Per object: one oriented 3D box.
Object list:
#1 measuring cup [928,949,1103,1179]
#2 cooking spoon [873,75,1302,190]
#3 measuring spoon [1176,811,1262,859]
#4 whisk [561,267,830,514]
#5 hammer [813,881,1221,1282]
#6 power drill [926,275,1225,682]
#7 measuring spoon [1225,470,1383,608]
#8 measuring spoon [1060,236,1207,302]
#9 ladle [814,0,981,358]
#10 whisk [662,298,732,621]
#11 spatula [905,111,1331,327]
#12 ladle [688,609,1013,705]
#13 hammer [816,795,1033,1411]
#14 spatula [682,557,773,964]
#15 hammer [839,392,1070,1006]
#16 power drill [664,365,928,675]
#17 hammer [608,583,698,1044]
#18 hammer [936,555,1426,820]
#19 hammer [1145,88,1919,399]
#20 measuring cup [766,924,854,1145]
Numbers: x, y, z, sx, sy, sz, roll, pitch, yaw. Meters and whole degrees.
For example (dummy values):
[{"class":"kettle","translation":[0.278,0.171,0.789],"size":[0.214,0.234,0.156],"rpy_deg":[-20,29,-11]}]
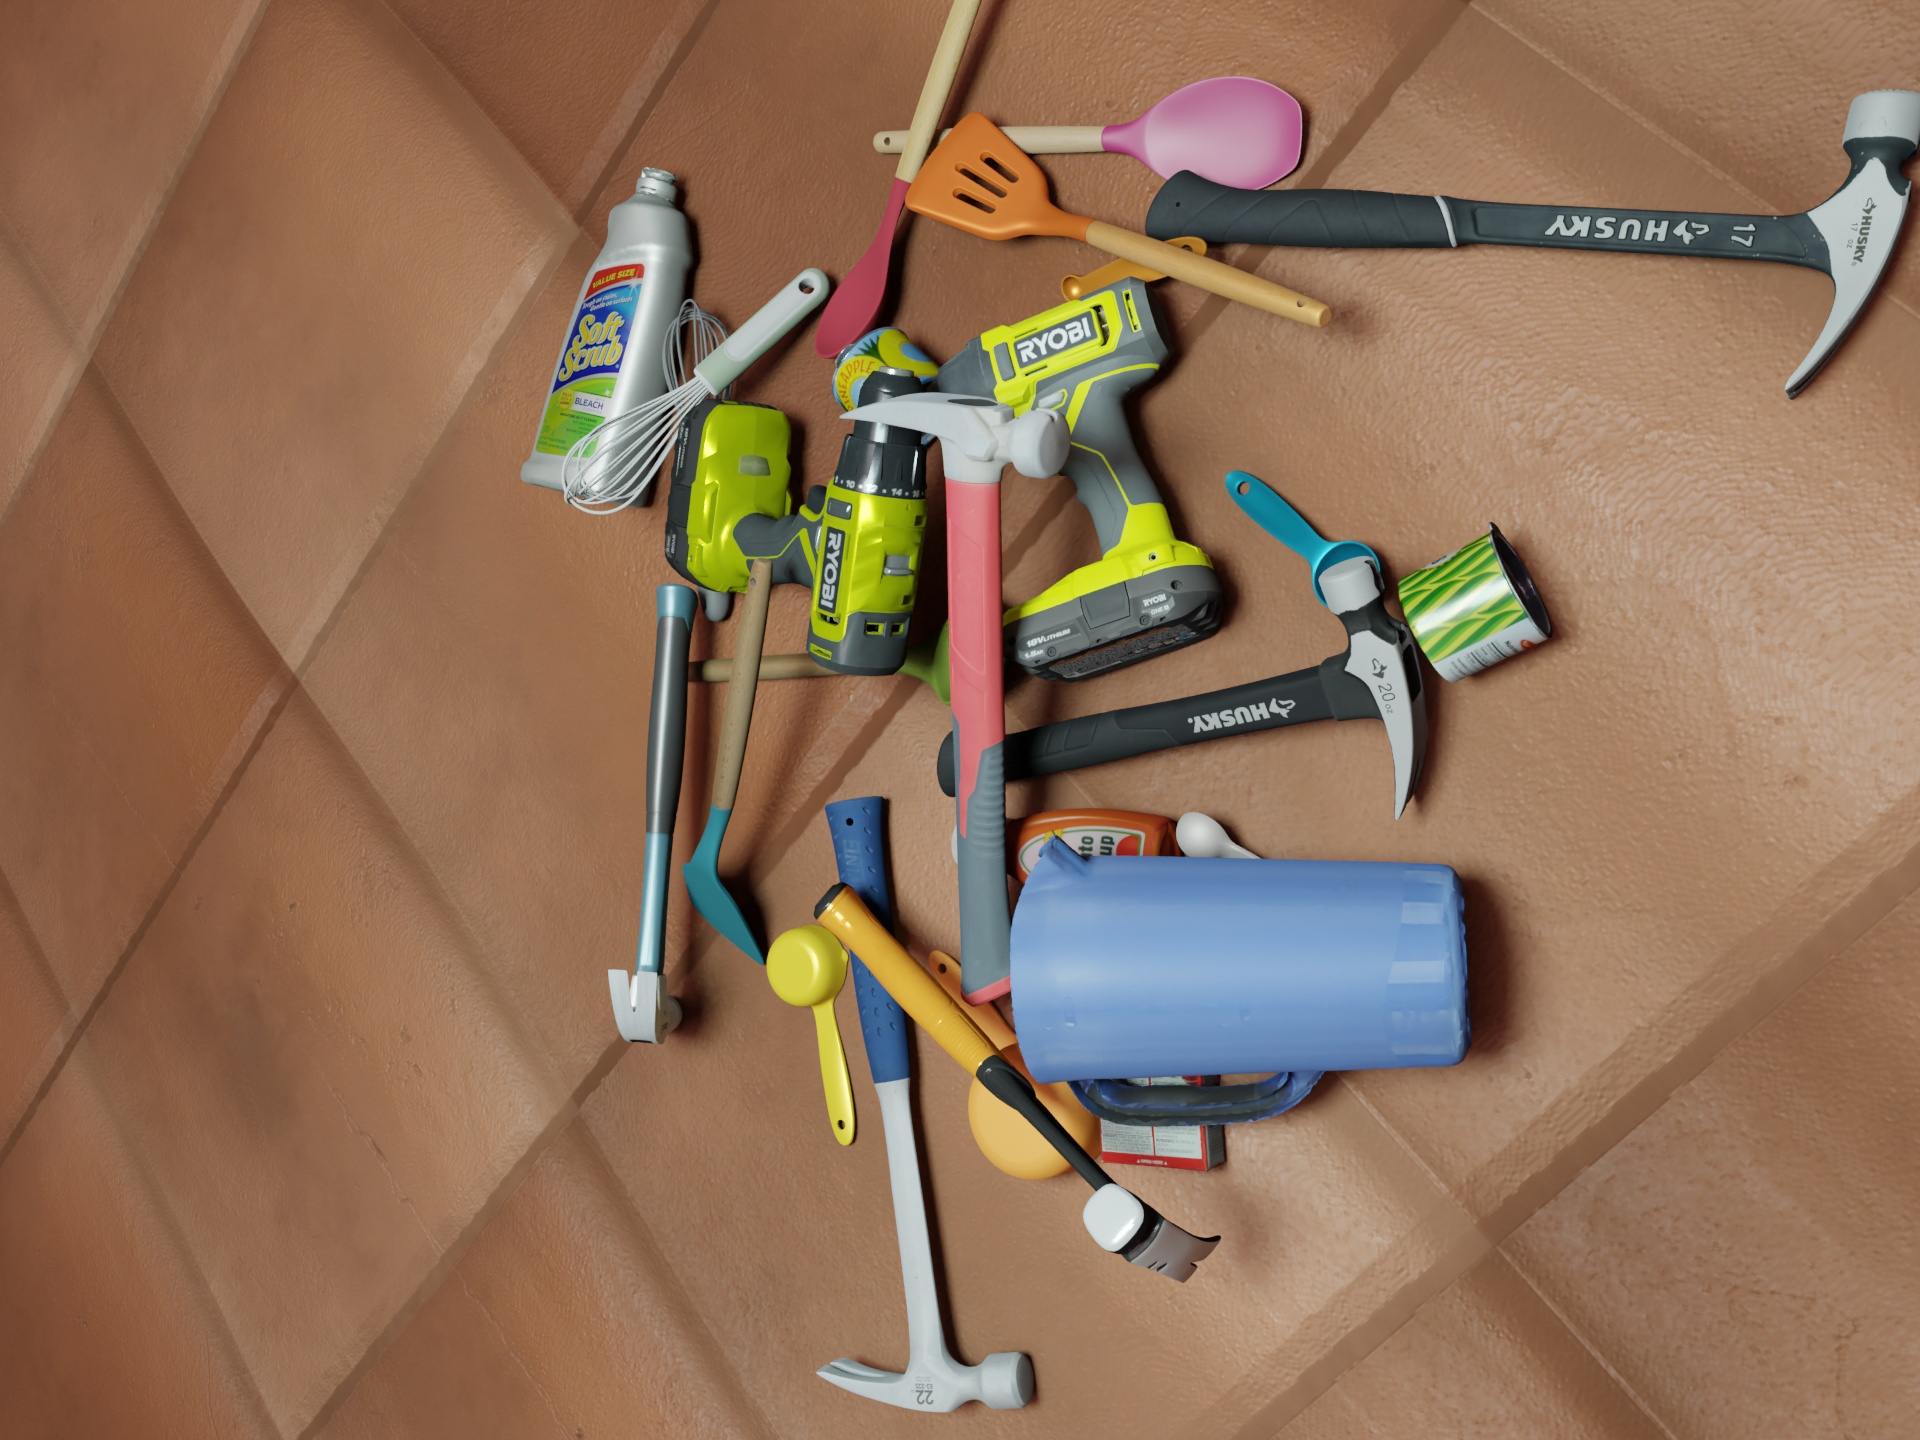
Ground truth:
[{"class":"measuring cup","translation":[0.022,0.218,1.029],"size":[0.174,0.052,0.095],"rpy_deg":[49,112,21]},{"class":"cooking spoon","translation":[0.073,-0.379,1.036],"size":[0.319,0.017,0.068],"rpy_deg":[12,114,32]},{"class":"measuring spoon","translation":[0.179,0.096,0.945],"size":[0.124,0.018,0.034],"rpy_deg":[32,145,21]},{"class":"whisk","translation":[-0.188,-0.236,1.132],"size":[0.246,0.059,0.058],"rpy_deg":[-42,85,-1]},{"class":"hammer","translation":[0.017,0.205,0.960],"size":[0.034,0.127,0.337],"rpy_deg":[-49,50,-1]},{"class":"power drill","translation":[0.066,-0.145,0.993],"size":[0.171,0.080,0.223],"rpy_deg":[-18,76,20]},{"class":"measuring spoon","translation":[0.205,-0.110,0.951],"size":[0.042,0.021,0.129],"rpy_deg":[-53,55,19]},{"class":"measuring spoon","translation":[0.109,-0.284,1.000],"size":[0.117,0.011,0.021],"rpy_deg":[-5,116,46]},{"class":"ladle","translation":[-0.030,-0.391,1.075],"size":[0.069,0.031,0.315],"rpy_deg":[48,121,51]},{"class":"whisk","translation":[-0.191,-0.193,1.182],"size":[0.055,0.055,0.239],"rpy_deg":[-3,91,32]},{"class":"spatula","translation":[0.094,-0.297,0.971],"size":[0.323,0.041,0.081],"rpy_deg":[35,87,39]},{"class":"ladle","translation":[-0.097,-0.043,1.112],"size":[0.320,0.062,0.078],"rpy_deg":[-2,74,35]},{"class":"hammer","translation":[-0.050,0.255,1.076],"size":[0.144,0.035,0.406],"rpy_deg":[-12,81,22]},{"class":"spatula","translation":[-0.152,0.032,1.092],"size":[0.082,0.044,0.317],"rpy_deg":[33,123,32]},{"class":"hammer","translation":[-0.002,-0.003,0.968],"size":[0.143,0.038,0.386],"rpy_deg":[15,117,34]},{"class":"power drill","translation":[-0.104,-0.148,1.061],"size":[0.229,0.080,0.190],"rpy_deg":[24,110,47]},{"class":"hammer","translation":[-0.216,0.068,1.149],"size":[0.033,0.128,0.331],"rpy_deg":[3,86,0]},{"class":"hammer","translation":[0.120,0.009,0.968],"size":[0.335,0.035,0.146],"rpy_deg":[-13,107,37]},{"class":"hammer","translation":[0.290,-0.272,0.886],"size":[0.409,0.036,0.149],"rpy_deg":[14,97,31]},{"class":"measuring cup","translation":[-0.101,0.222,1.119],"size":[0.062,0.029,0.156],"rpy_deg":[-18,78,30]}]
